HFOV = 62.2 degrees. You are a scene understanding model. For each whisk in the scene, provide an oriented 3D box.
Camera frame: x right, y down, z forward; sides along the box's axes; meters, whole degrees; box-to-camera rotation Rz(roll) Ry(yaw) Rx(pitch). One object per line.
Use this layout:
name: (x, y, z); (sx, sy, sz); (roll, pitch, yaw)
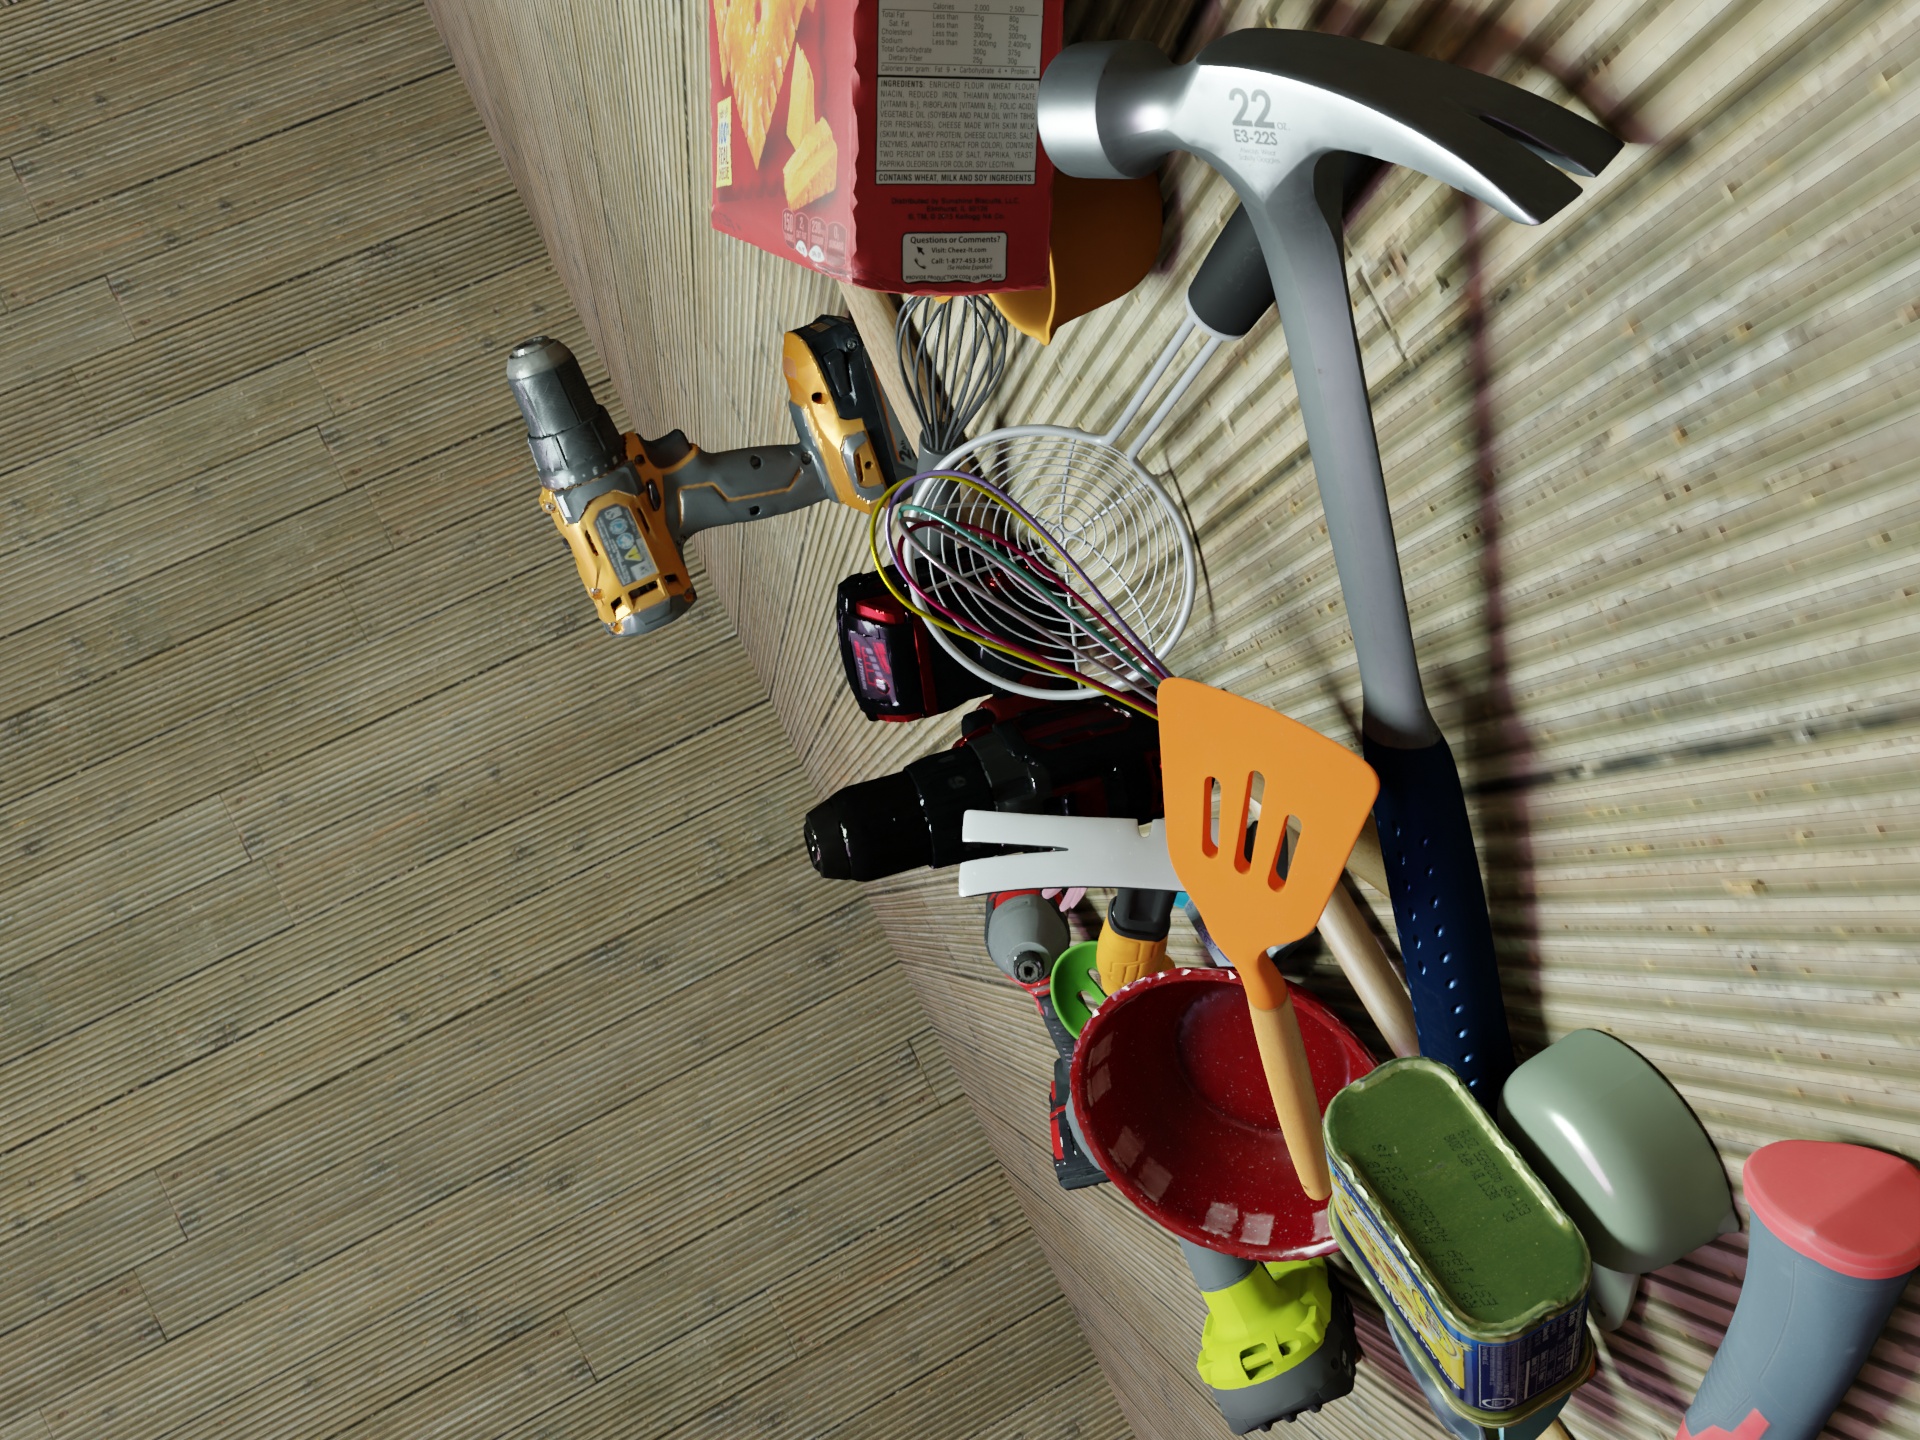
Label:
whisk: (0.068, -0.009, 0.590); (0.245, 0.047, 0.051); (36, 154, 3)
whisk: (-0.008, -0.140, 0.807); (0.055, 0.055, 0.238); (59, 162, 23)

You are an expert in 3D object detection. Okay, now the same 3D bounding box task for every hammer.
hammer: (-0.044, -0.220, 0.892); (0.331, 0.031, 0.130); (64, 170, -5)
hammer: (0.076, 0.098, 0.754); (0.336, 0.127, 0.034); (74, -162, -72)
hammer: (0.135, -0.003, 0.478); (0.144, 0.035, 0.405); (23, 145, 44)
hammer: (0.265, 0.257, 0.523); (0.143, 0.038, 0.385); (53, 165, 41)

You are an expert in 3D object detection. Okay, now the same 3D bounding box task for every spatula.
spatula: (0.125, 0.108, 0.601); (0.081, 0.041, 0.322); (26, 155, 34)
spatula: (0.168, 0.126, 0.650); (0.082, 0.044, 0.318); (3, -126, -52)

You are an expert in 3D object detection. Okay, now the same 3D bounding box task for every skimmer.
skimmer: (0.058, -0.093, 0.552); (0.127, 0.090, 0.363); (32, 165, -2)

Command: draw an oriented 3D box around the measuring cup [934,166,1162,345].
measuring cup: (0.024, -0.188, 0.597); (0.095, 0.052, 0.174); (65, 171, -8)

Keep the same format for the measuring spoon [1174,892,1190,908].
measuring spoon: (0.087, 0.047, 0.848); (0.128, 0.021, 0.042); (49, 158, -3)

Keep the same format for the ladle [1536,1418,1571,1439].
ladle: (0.203, 0.249, 0.832); (0.316, 0.031, 0.069); (50, 165, 47)

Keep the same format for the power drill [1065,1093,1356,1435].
power drill: (0.147, 0.278, 0.947); (0.228, 0.080, 0.190); (62, -165, 2)

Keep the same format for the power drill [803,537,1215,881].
power drill: (-0.001, -0.002, 0.782); (0.227, 0.188, 0.080); (-124, 22, -58)

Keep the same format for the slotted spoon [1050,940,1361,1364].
slotted spoon: (0.163, 0.280, 1.041); (0.314, 0.070, 0.031); (56, -168, 14)

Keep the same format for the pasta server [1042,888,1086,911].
pasta server: (0.079, 0.059, 0.940); (0.060, 0.040, 0.316); (49, 166, 8)

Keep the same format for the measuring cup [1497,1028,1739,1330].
measuring cup: (0.218, 0.176, 0.552); (0.083, 0.038, 0.167); (52, 162, 46)

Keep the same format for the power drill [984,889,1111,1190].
power drill: (0.075, 0.221, 1.160); (0.143, 0.078, 0.219); (-86, -24, -74)

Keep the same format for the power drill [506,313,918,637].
power drill: (-0.150, -0.175, 0.973); (0.084, 0.226, 0.185); (44, 157, 60)
